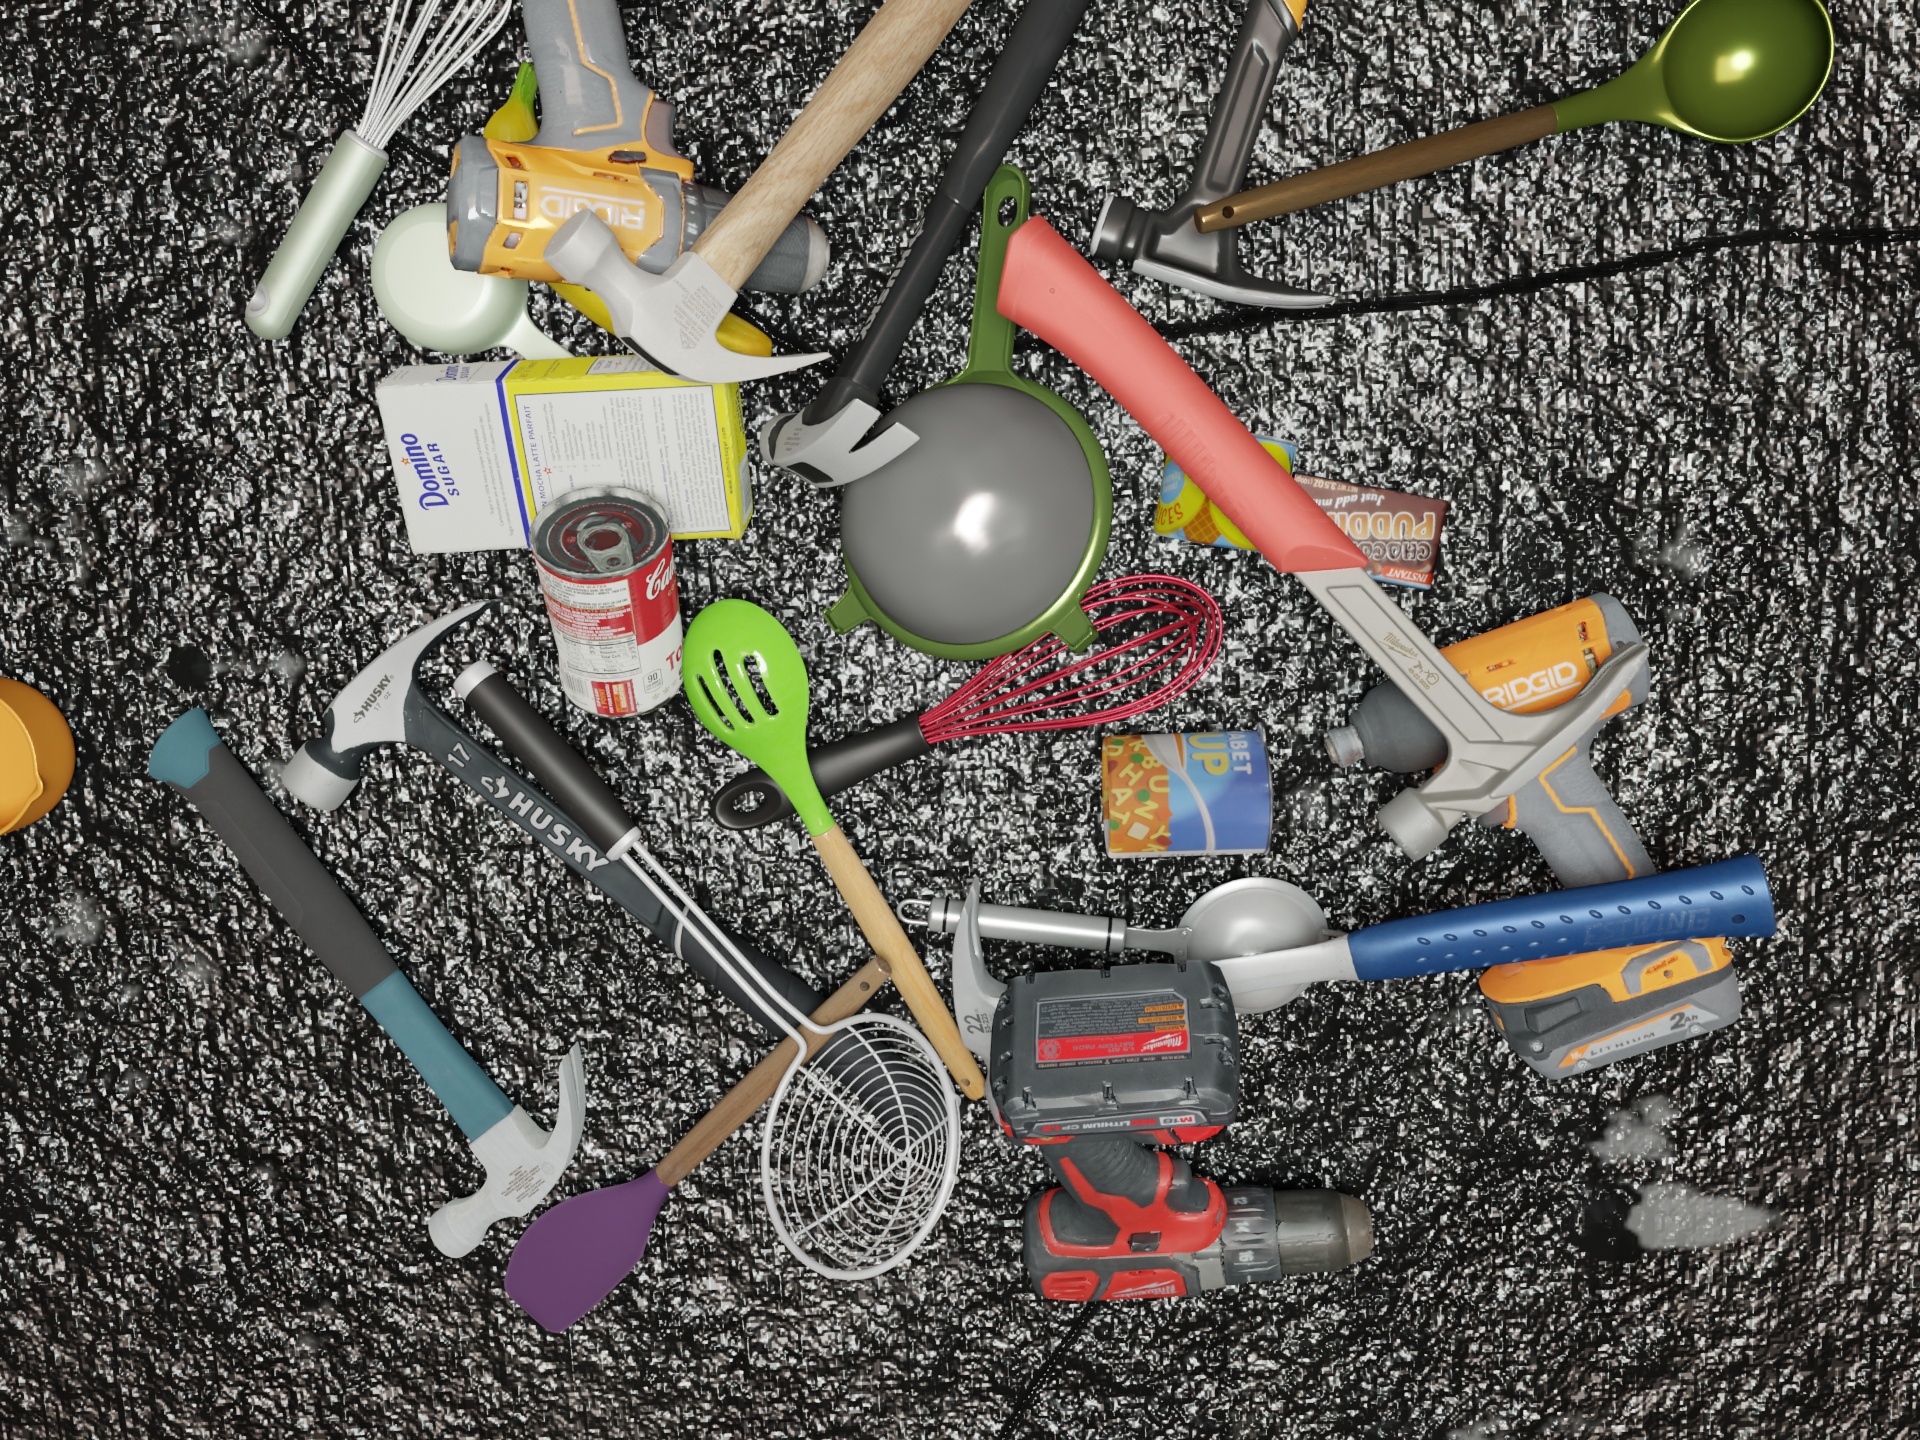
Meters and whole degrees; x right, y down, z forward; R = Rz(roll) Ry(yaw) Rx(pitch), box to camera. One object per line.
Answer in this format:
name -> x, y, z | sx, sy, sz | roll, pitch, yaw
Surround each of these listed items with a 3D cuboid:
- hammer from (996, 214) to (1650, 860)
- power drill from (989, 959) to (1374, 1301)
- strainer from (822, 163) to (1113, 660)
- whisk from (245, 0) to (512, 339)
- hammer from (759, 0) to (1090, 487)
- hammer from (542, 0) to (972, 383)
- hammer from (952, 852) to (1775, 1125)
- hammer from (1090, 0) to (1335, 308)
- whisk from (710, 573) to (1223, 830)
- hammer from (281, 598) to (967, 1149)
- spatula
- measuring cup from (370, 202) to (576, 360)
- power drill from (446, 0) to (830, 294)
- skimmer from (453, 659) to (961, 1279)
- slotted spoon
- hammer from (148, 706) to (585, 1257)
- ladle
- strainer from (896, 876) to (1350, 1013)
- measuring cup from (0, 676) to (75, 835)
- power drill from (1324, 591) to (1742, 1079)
hammer -> 0.157, -0.107, 0.765 | 0.149, 0.037, 0.359 | -43, 92, 10
power drill -> 0.113, 0.224, 0.815 | 0.188, 0.080, 0.226 | -6, 132, 10
strainer -> 0.002, -0.160, 0.796 | 0.151, 0.069, 0.256 | 6, 88, 23
whisk -> -0.300, -0.301, 0.815 | 0.058, 0.059, 0.246 | 42, 103, 32
hammer -> 0.004, -0.267, 0.781 | 0.035, 0.146, 0.335 | 28, 89, -24
hammer -> -0.050, -0.300, 0.770 | 0.130, 0.031, 0.331 | 42, 79, -32
hammer -> 0.186, 0.117, 0.804 | 0.405, 0.035, 0.144 | -12, 111, 18
hammer -> 0.174, -0.380, 0.797 | 0.127, 0.034, 0.337 | 17, 98, -1
whisk -> -0.001, -0.003, 0.845 | 0.296, 0.073, 0.073 | -22, 97, 11
hammer -> -0.163, 0.099, 0.871 | 0.409, 0.036, 0.149 | 38, 96, -5
spatula -> -0.148, 0.234, 0.876 | 0.060, 0.018, 0.316 | 44, 107, -4
measuring cup -> -0.232, -0.201, 0.827 | 0.167, 0.038, 0.083 | 40, 97, -3
power drill -> -0.149, -0.318, 0.773 | 0.185, 0.084, 0.226 | 2, 93, -24
skimmer -> -0.139, 0.114, 0.794 | 0.127, 0.090, 0.363 | -43, 89, 18
slotted spoon -> -0.059, 0.078, 0.845 | 0.070, 0.031, 0.313 | -20, 109, 23
hammer -> -0.332, 0.136, 0.879 | 0.128, 0.033, 0.331 | -36, 96, 6
ladle -> 0.269, -0.289, 0.777 | 0.320, 0.062, 0.078 | -17, 99, -5
strainer -> 0.093, 0.120, 0.868 | 0.258, 0.050, 0.086 | 6, 112, 4
measuring cup -> -0.539, 0.059, 0.864 | 0.095, 0.052, 0.173 | 17, 100, -1
power drill -> 0.298, 0.065, 0.837 | 0.164, 0.084, 0.226 | -19, 94, 6
